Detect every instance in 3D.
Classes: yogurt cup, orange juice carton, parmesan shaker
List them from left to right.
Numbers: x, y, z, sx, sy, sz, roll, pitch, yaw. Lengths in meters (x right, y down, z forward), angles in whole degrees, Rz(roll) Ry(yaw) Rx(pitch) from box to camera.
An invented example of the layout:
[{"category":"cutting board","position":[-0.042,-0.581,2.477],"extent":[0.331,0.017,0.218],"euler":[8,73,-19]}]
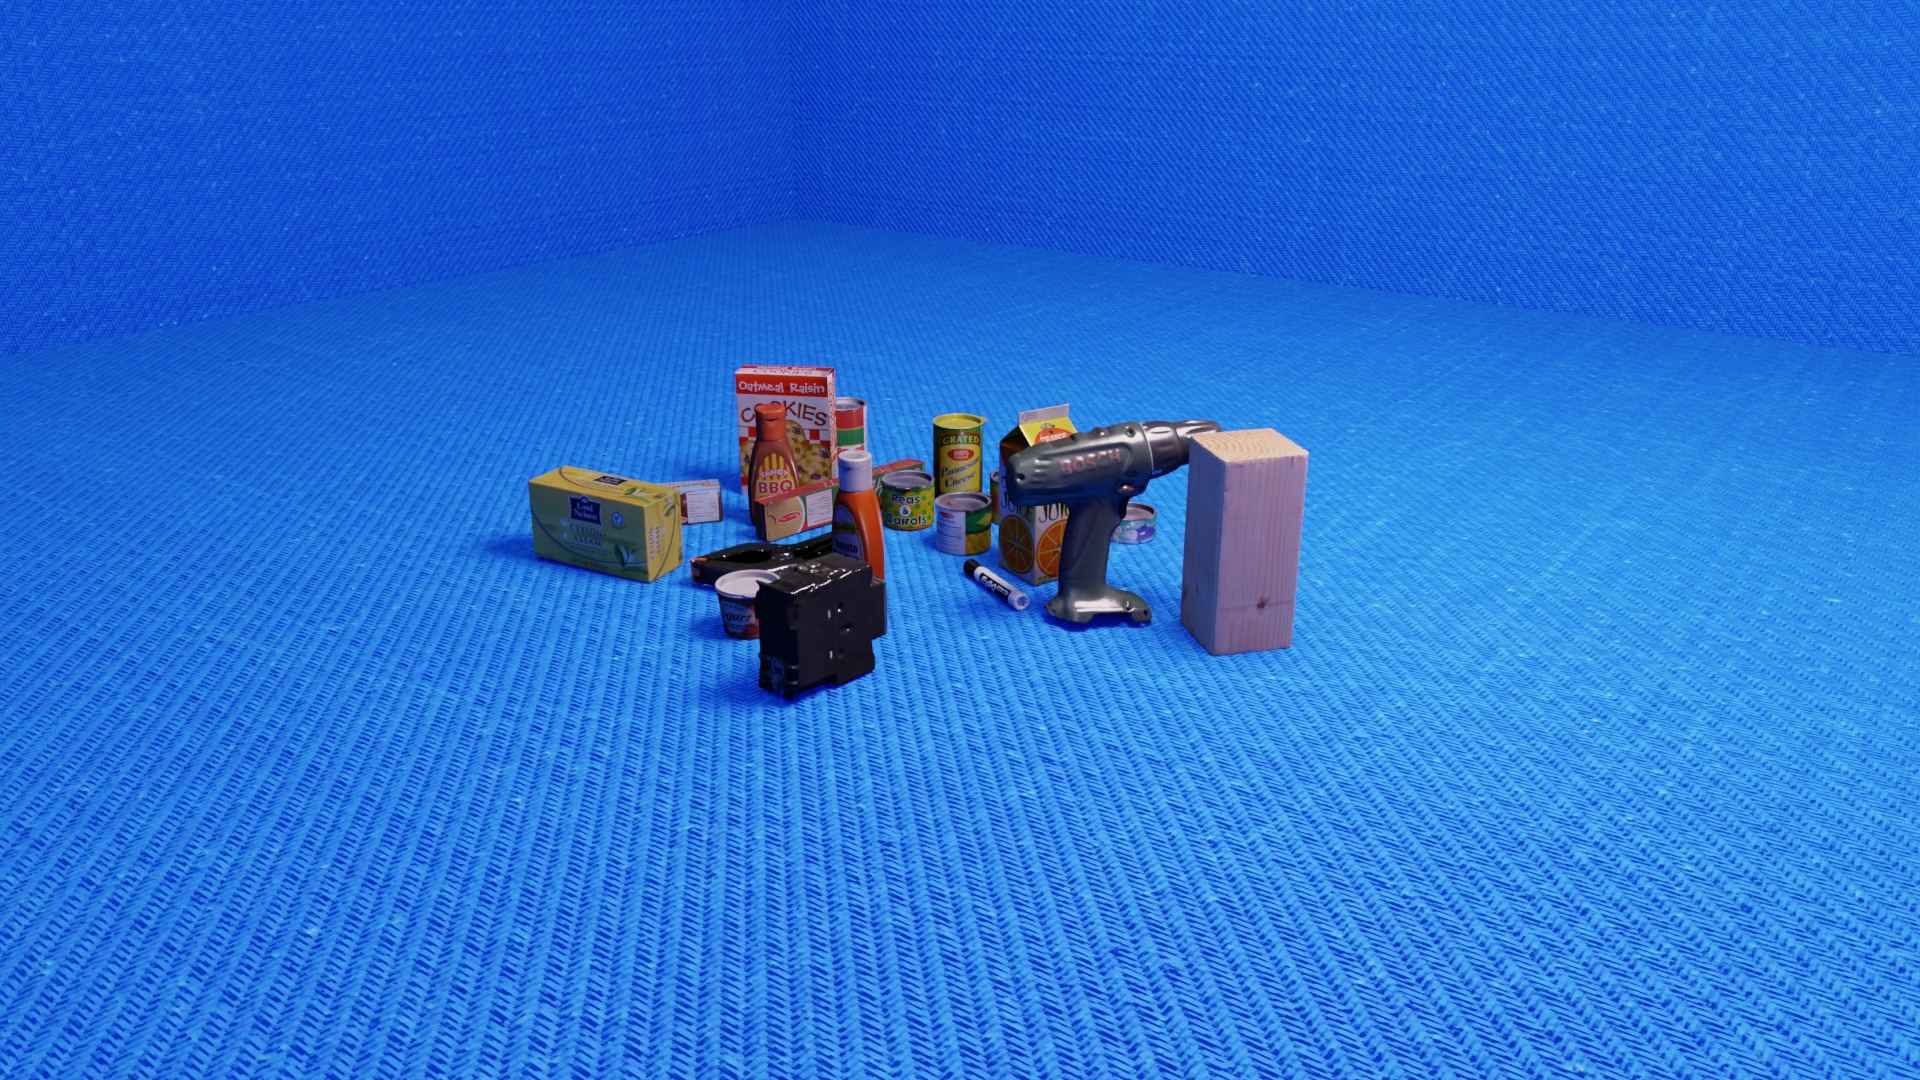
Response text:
[{"category":"yogurt cup","position":[-0.217,0.067,1.427],"extent":[0.072,0.053,0.072],"euler":[0,21,0]},{"category":"parmesan shaker","position":[0.000,-0.107,1.801],"extent":[0.071,0.102,0.071],"euler":[0,21,0]},{"category":"orange juice carton","position":[0.091,-0.056,1.549],"extent":[0.072,0.191,0.073],"euler":[-14,25,-31]}]

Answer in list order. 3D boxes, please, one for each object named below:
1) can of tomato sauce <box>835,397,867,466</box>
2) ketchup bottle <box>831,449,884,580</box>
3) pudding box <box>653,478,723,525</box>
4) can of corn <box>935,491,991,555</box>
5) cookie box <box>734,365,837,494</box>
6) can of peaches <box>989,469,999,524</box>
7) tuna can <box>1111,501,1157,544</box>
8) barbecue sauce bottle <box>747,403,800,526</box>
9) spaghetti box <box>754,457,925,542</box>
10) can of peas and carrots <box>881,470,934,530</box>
[{"category":"can of tomato sauce","position":[-0.165,-0.152,1.945],"extent":[0.071,0.082,0.071],"euler":[0,21,0]},{"category":"ketchup bottle","position":[-0.114,-0.024,1.530],"extent":[0.065,0.148,0.044],"euler":[18,27,38]},{"category":"pudding box","position":[-0.339,-0.047,1.722],"extent":[0.084,0.049,0.030],"euler":[-6,22,-15]},{"category":"can of corn","position":[0.006,-0.021,1.643],"extent":[0.071,0.058,0.071],"euler":[0,21,0]},{"category":"cookie box","position":[-0.224,-0.141,1.802],"extent":[0.123,0.166,0.040],"euler":[3,21,7]},{"category":"can of peaches","position":[0.070,-0.053,1.727],"extent":[0.071,0.057,0.071],"euler":[0,21,0]},{"category":"tuna can","position":[0.202,-0.021,1.679],"extent":[0.071,0.032,0.071],"euler":[0,21,0]},{"category":"barbecue sauce bottle","position":[-0.230,-0.092,1.702],"extent":[0.065,0.148,0.044],"euler":[-5,22,-12]},{"category":"spaghetti box","position":[-0.147,-0.053,1.737],"extent":[0.251,0.050,0.029],"euler":[-18,28,-39]},{"category":"can of peas and carrots","position":[-0.065,-0.049,1.715],"extent":[0.071,0.058,0.071],"euler":[0,21,0]}]
